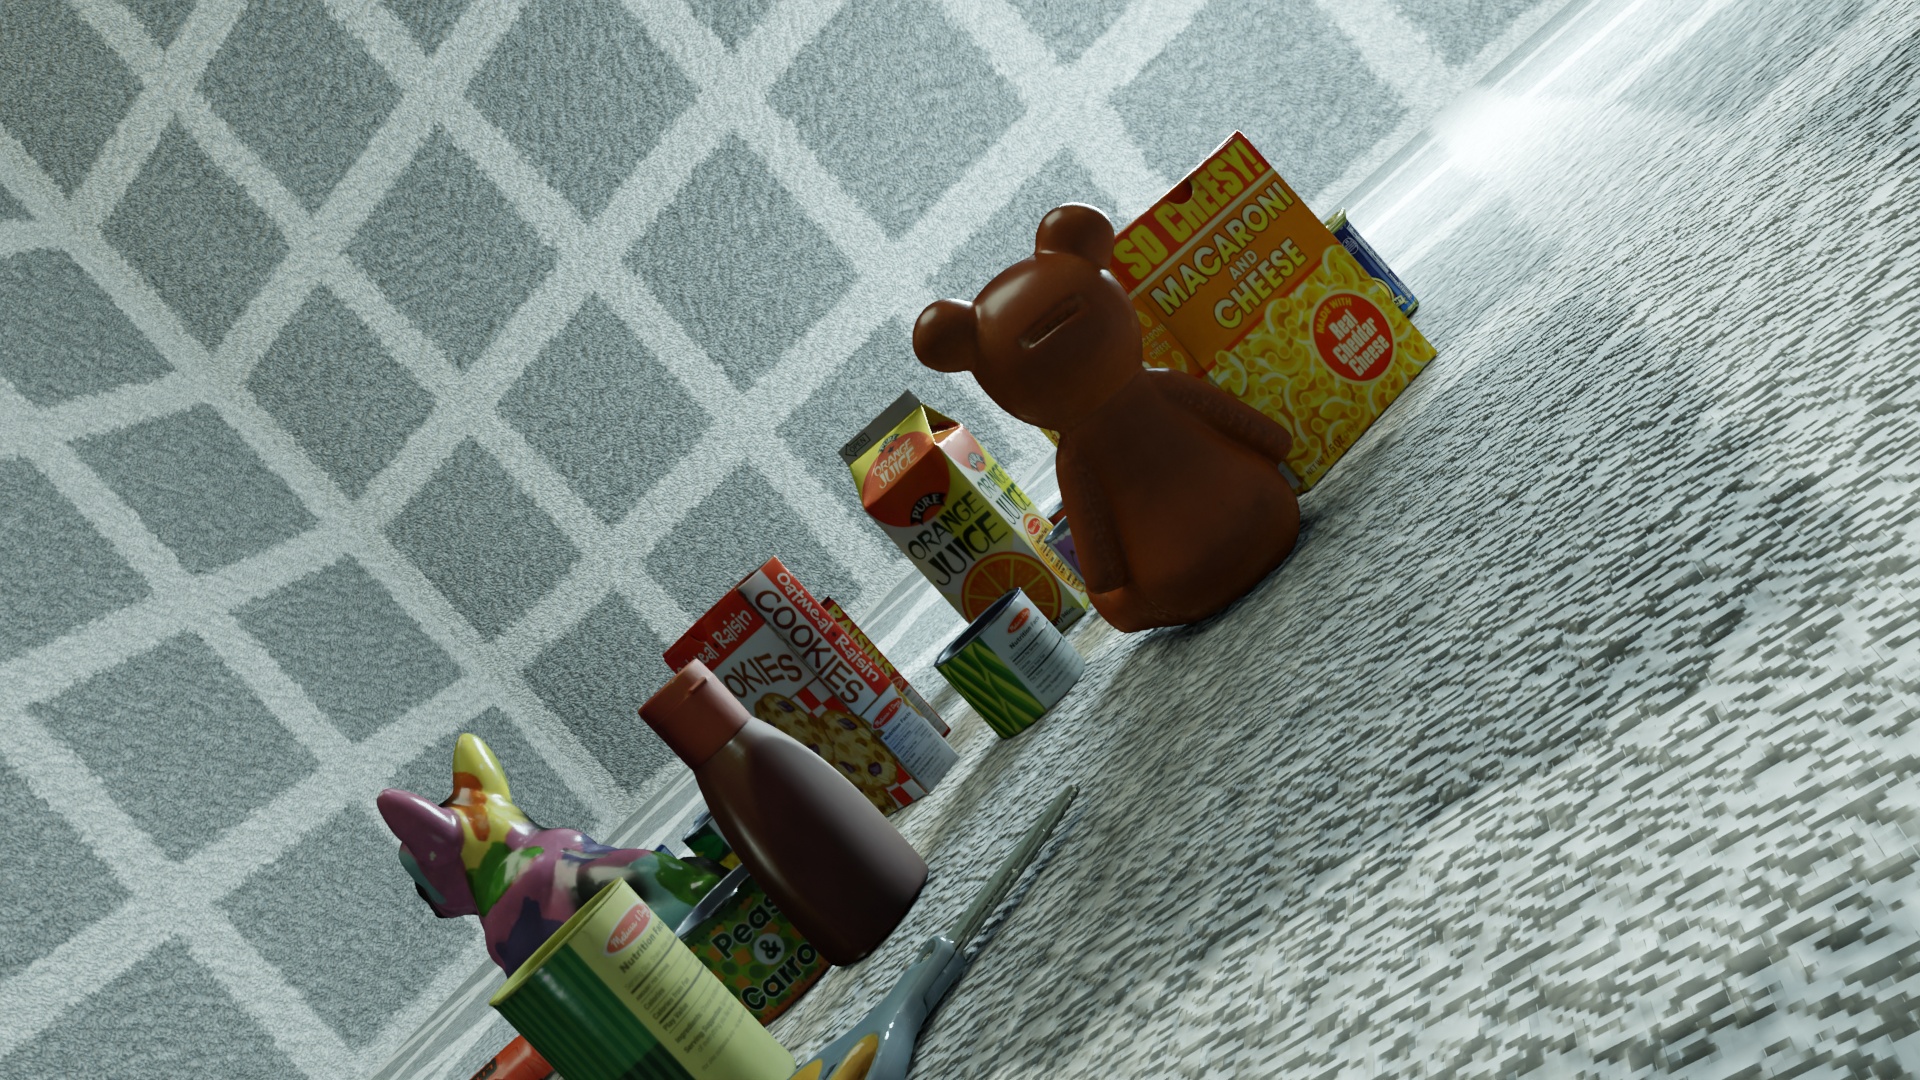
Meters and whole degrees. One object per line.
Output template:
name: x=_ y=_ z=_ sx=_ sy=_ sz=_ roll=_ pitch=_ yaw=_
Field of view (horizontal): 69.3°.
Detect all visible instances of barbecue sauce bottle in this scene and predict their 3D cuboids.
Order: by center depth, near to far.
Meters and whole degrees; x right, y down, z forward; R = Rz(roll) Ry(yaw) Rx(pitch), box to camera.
barbecue sauce bottle: x=-0.083 y=0.120 z=0.633 sx=0.043 sy=0.148 sz=0.065 roll=-40 pitch=4 yaw=44

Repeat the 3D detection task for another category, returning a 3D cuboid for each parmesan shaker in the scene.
parmesan shaker: x=-0.124 y=0.194 z=0.540 sx=0.071 sy=0.103 sz=0.071 roll=-42 pitch=3 yaw=3

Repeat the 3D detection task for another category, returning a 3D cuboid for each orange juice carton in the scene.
orange juice carton: x=0.003 y=-0.012 z=0.960 sx=0.071 sy=0.192 sz=0.073 roll=-41 pitch=3 yaw=20

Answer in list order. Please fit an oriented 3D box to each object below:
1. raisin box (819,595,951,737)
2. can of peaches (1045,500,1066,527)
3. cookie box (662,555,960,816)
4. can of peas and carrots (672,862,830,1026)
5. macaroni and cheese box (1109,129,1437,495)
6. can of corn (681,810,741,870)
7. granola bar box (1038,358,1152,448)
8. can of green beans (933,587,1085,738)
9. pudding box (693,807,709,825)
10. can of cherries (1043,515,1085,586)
raisin box: x=-0.079 y=0.110 z=0.948 sx=0.085 sy=0.123 sz=0.040 roll=-40 pitch=4 yaw=42
can of peaches: x=0.103 y=-0.015 z=1.012 sx=0.071 sy=0.058 sz=0.071 roll=-42 pitch=3 yaw=3
cookie box: x=-0.097 y=0.103 z=0.863 sx=0.040 sy=0.167 sz=0.122 roll=-45 pitch=4 yaw=-41
can of peas and carrots: x=-0.095 y=0.189 z=0.664 sx=0.071 sy=0.058 sz=0.071 roll=-42 pitch=3 yaw=3
macaroni and cheese box: x=0.161 y=-0.122 z=0.753 sx=0.124 sy=0.166 sz=0.040 roll=-43 pitch=3 yaw=-22
can of corn: x=-0.171 y=0.228 z=1.067 sx=0.071 sy=0.058 sz=0.071 roll=-42 pitch=3 yaw=3
granola bar box: x=0.156 y=-0.120 z=1.178 sx=0.166 sy=0.124 sz=0.039 roll=-43 pitch=3 yaw=-9
can of green beans: x=0.028 y=0.069 z=0.784 sx=0.071 sy=0.058 sz=0.071 roll=-42 pitch=3 yaw=3
pudding box: x=-0.200 y=0.251 z=1.205 sx=0.030 sy=0.049 sz=0.083 roll=-44 pitch=3 yaw=-25
can of cherries: x=0.098 y=-0.002 z=0.884 sx=0.071 sy=0.058 sz=0.071 roll=-42 pitch=3 yaw=3
